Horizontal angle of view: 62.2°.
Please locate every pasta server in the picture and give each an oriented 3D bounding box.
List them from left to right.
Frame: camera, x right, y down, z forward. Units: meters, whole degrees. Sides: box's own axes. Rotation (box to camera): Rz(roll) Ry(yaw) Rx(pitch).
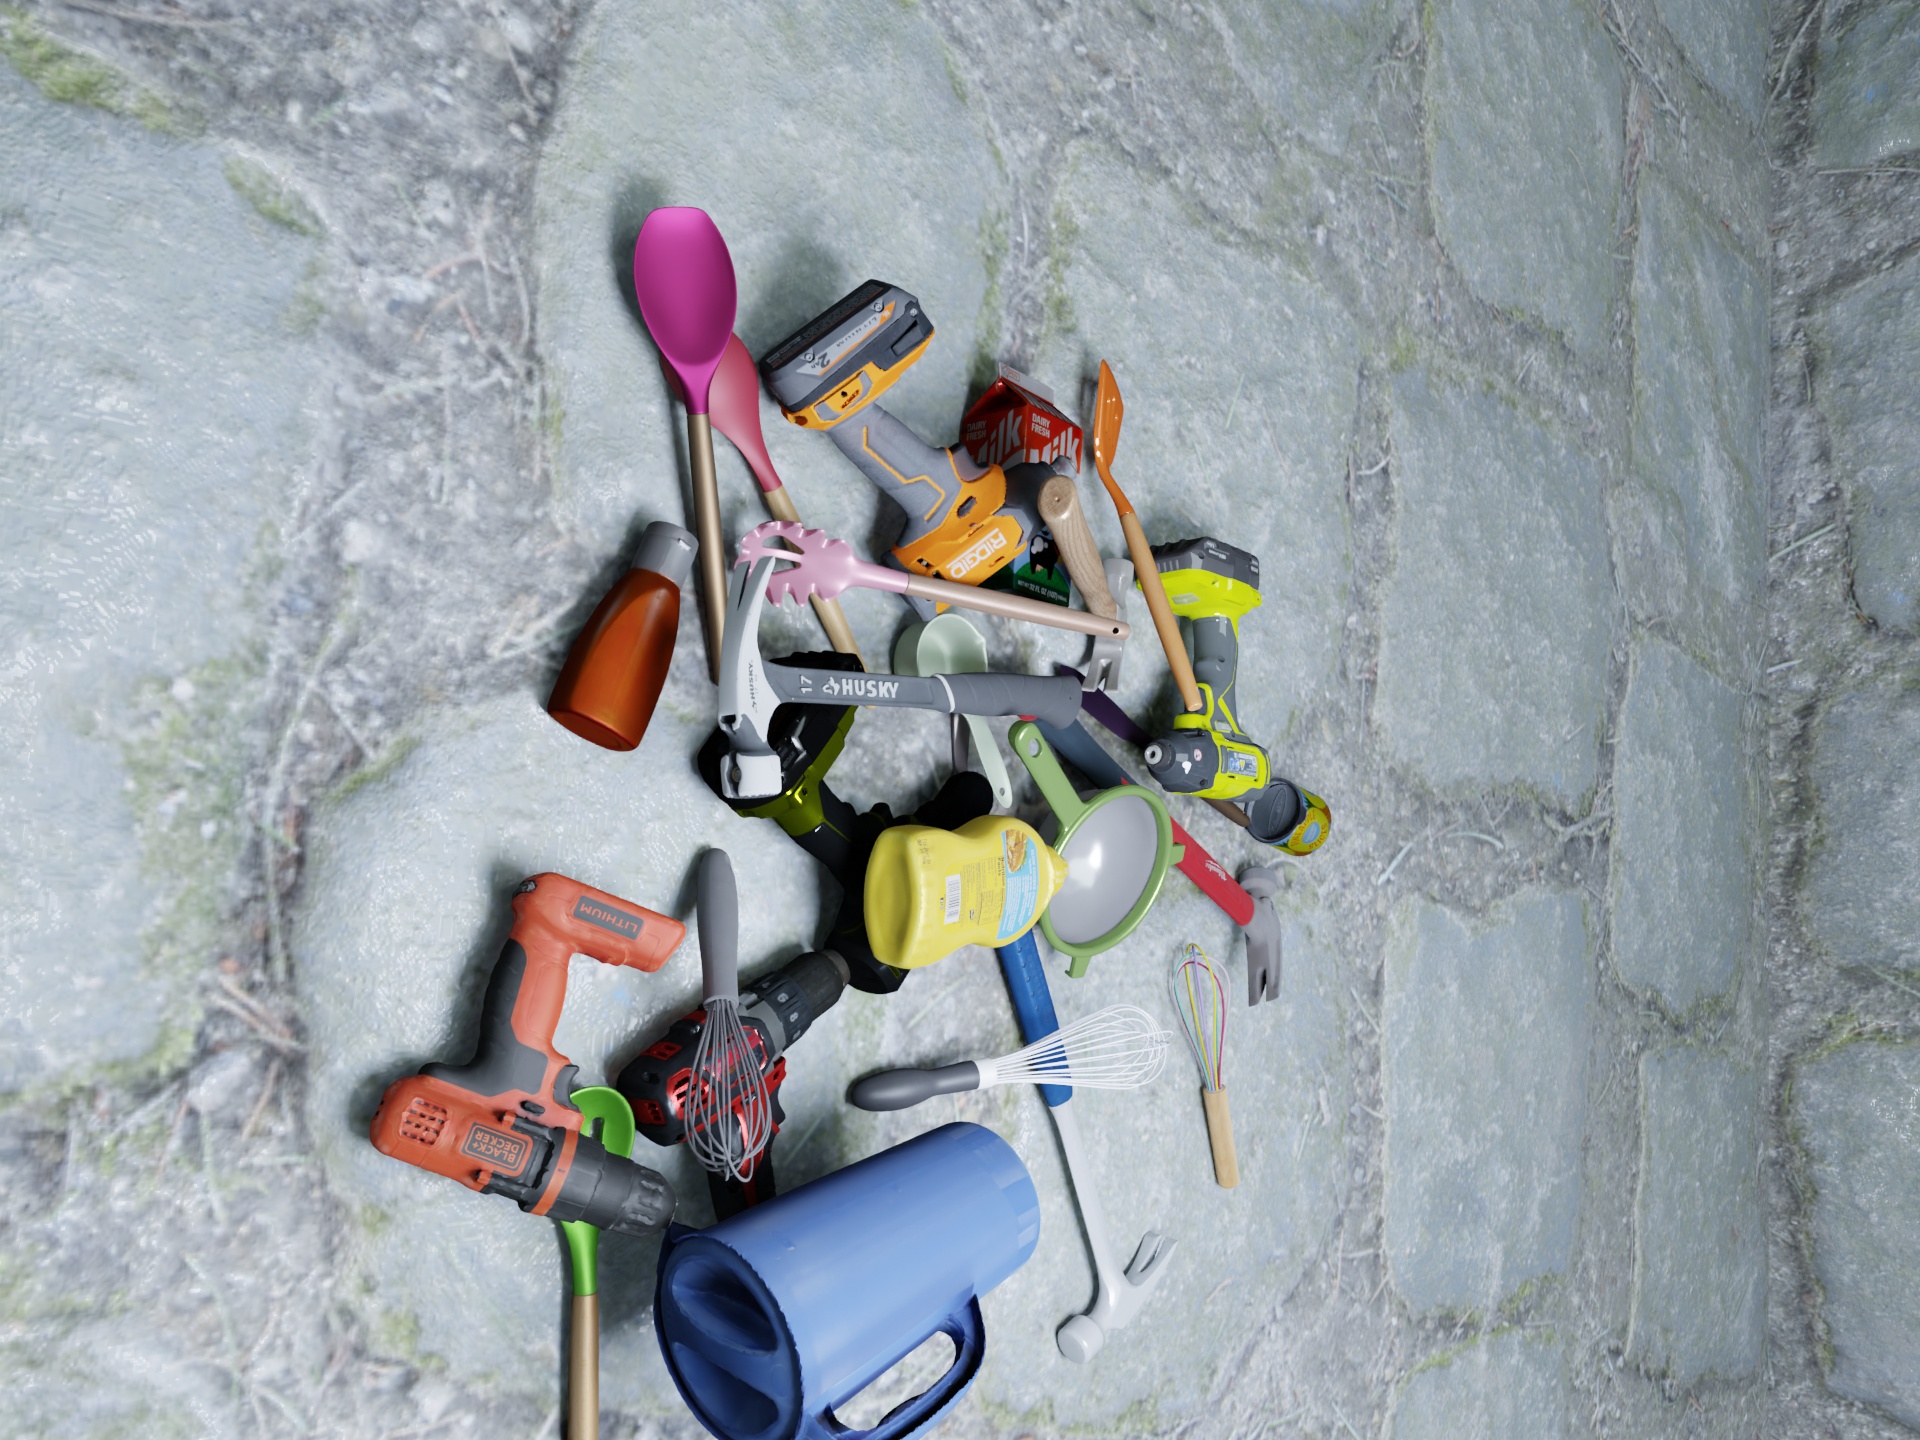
[{"bbox_3d":[-0.013,-0.091,1.148,0.316,0.040,0.060,11,106,-23],"label":"pasta server"}]

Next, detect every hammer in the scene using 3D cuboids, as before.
[{"bbox_3d":[-0.027,-0.025,1.126,0.408,0.036,0.149,1,84,-56],"label":"hammer"},{"bbox_3d":[0.089,0.323,1.328,0.144,0.035,0.405,-28,108,-43],"label":"hammer"},{"bbox_3d":[0.100,-0.112,1.250,0.331,0.031,0.130,48,46,-71],"label":"hammer"},{"bbox_3d":[0.174,0.105,1.402,0.385,0.038,0.143,43,37,-33],"label":"hammer"}]

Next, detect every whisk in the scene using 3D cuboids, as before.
[{"bbox_3d":[-0.151,0.181,1.017,0.055,0.055,0.239,33,35,-40],"label":"whisk"},{"bbox_3d":[0.044,0.270,1.237,0.284,0.070,0.070,-4,91,-28],"label":"whisk"},{"bbox_3d":[0.233,0.323,1.473,0.051,0.047,0.245,-23,107,-46],"label":"whisk"}]

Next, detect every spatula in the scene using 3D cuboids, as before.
[{"bbox_3d":[0.158,-0.156,1.350,0.081,0.041,0.323,45,26,-64],"label":"spatula"},{"bbox_3d":[0.182,0.030,1.445,0.315,0.018,0.060,36,28,-42],"label":"spatula"}]

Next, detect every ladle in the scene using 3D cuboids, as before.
[{"bbox_3d":[-0.125,-0.142,1.138,0.069,0.031,0.315,-40,117,-32],"label":"ladle"}]

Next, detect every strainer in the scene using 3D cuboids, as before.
[{"bbox_3d":[0.079,0.080,1.275,0.151,0.069,0.256,-47,132,-17],"label":"strainer"}]

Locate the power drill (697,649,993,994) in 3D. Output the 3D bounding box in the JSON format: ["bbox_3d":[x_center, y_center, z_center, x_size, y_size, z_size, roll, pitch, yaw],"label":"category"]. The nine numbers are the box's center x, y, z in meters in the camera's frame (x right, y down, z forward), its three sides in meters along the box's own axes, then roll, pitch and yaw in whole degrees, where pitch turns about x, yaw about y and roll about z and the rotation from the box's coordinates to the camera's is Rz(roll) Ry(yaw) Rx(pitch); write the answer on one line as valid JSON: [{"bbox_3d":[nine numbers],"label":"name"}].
[{"bbox_3d":[-0.069,0.059,1.150,0.228,0.080,0.191,55,52,-32],"label":"power drill"}]

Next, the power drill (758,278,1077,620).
[{"bbox_3d":[-0.023,-0.204,1.161,0.164,0.084,0.226,-36,116,-2],"label":"power drill"}]

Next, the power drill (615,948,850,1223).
[{"bbox_3d":[-0.119,0.284,1.088,0.188,0.080,0.226,-32,108,-42],"label":"power drill"}]

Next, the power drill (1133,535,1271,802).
[{"bbox_3d":[0.213,-0.043,1.424,0.171,0.080,0.223,11,74,-51],"label":"power drill"}]

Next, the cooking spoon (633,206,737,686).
[{"bbox_3d":[-0.175,-0.180,1.070,0.068,0.017,0.319,-9,101,-24],"label":"cooking spoon"}]

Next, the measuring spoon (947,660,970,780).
[{"bbox_3d":[0.005,0.013,1.269,0.034,0.018,0.124,4,84,-46],"label":"measuring spoon"}]

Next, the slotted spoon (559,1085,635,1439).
[{"bbox_3d":[-0.237,0.383,0.993,0.070,0.031,0.314,0,90,-40],"label":"slotted spoon"}]

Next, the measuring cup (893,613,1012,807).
[{"bbox_3d":[-0.002,-0.004,1.248,0.083,0.038,0.167,-39,115,-39],"label":"measuring cup"}]
